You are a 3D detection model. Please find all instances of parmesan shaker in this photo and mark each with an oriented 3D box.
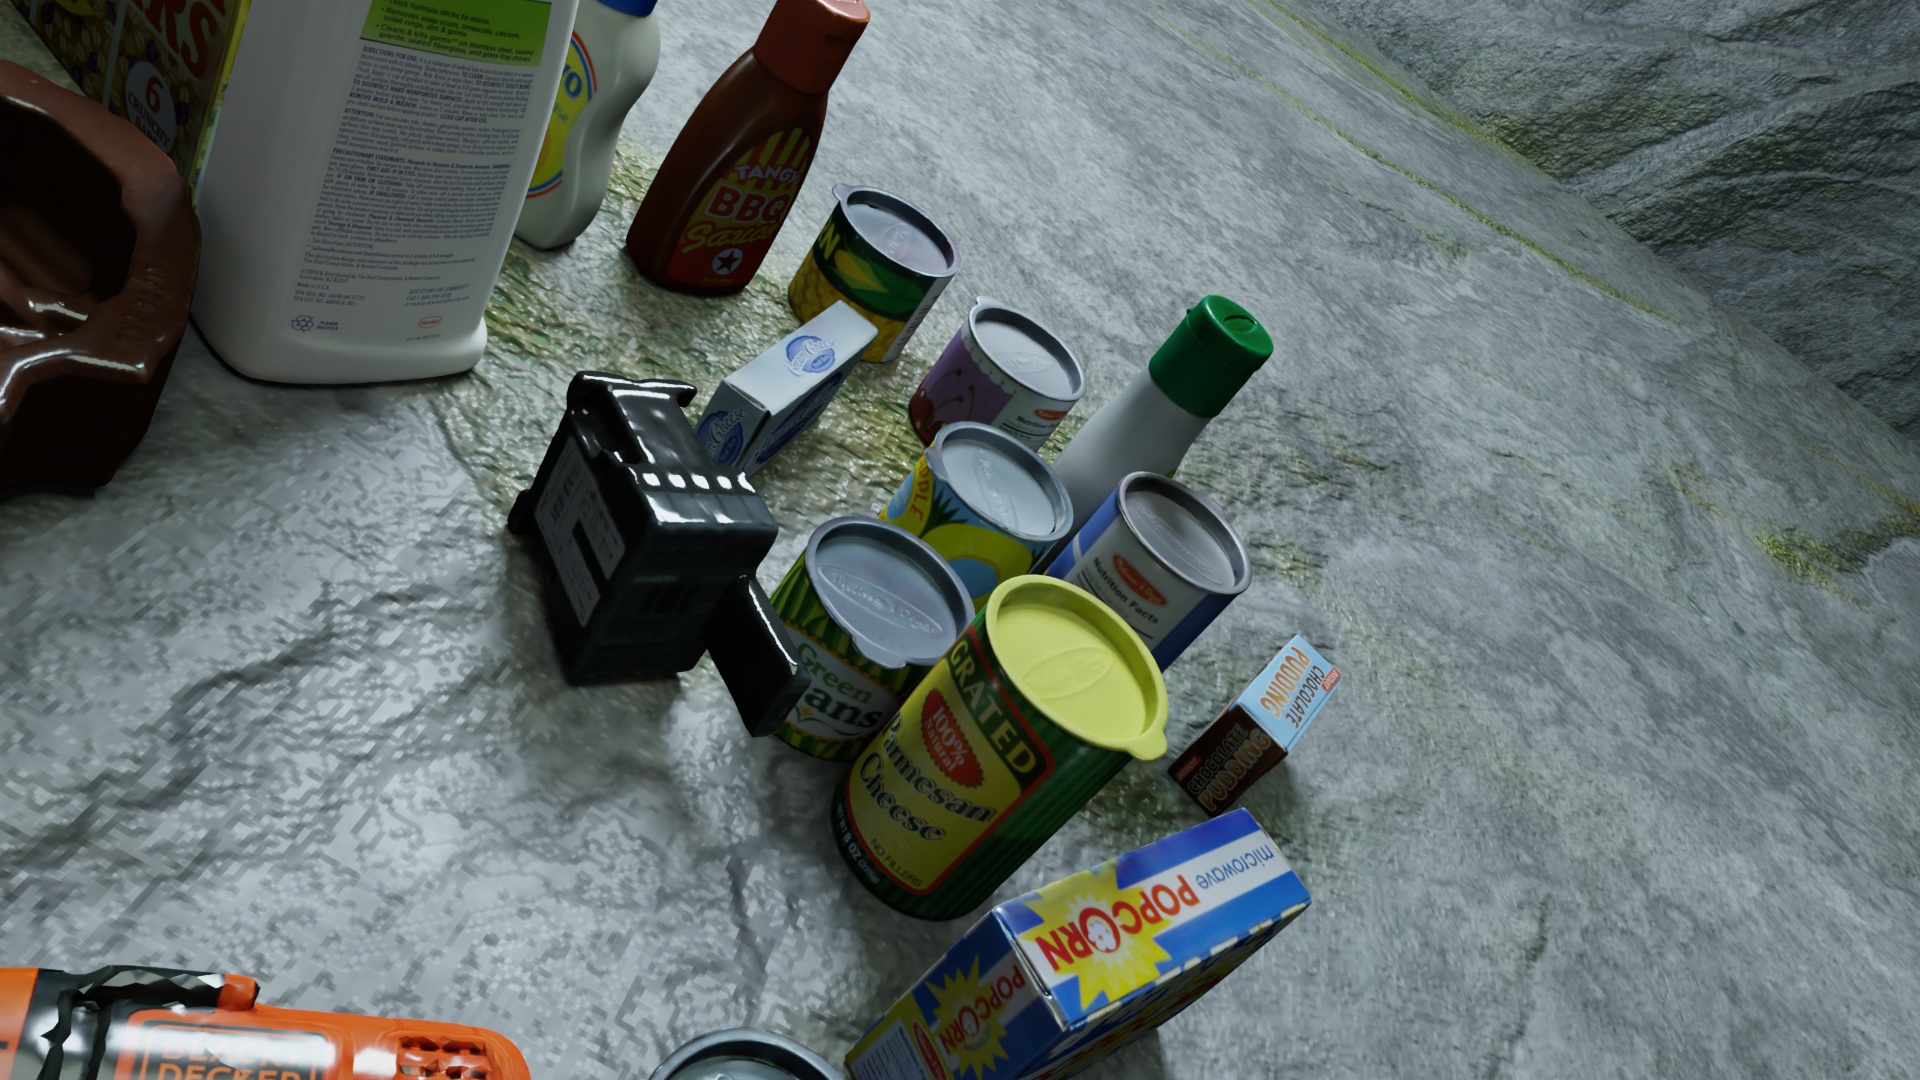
[{"bbox_3d":[0.011,0.071,0.448,0.071,0.102,0.072,25,35,-19],"label":"parmesan shaker"}]

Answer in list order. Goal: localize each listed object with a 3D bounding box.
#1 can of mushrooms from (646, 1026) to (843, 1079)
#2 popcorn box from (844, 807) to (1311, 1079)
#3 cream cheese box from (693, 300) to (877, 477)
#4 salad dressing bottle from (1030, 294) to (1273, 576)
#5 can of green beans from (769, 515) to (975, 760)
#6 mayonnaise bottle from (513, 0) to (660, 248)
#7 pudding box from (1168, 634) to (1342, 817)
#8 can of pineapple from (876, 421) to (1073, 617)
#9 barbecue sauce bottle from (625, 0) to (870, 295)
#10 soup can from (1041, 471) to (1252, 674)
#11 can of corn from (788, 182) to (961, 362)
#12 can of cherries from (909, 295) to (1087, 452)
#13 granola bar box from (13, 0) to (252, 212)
[{"bbox_3d":[-0.058,0.158,0.341,0.071,0.033,0.071,25,36,-19],"label":"can of mushrooms"},{"bbox_3d":[0.038,0.131,0.417,0.127,0.084,0.038,-6,53,-47],"label":"popcorn box"},{"bbox_3d":[-0.074,-0.058,0.567,0.024,0.053,0.104,38,33,0],"label":"cream cheese box"},{"bbox_3d":[0.074,-0.040,0.599,0.044,0.147,0.064,48,35,15],"label":"salad dressing bottle"},{"bbox_3d":[-0.038,0.035,0.487,0.071,0.057,0.071,25,35,-19],"label":"can of green beans"},{"bbox_3d":[-0.157,-0.194,0.567,0.065,0.147,0.041,39,33,2],"label":"mayonnaise bottle"},{"bbox_3d":[0.128,0.078,0.596,0.030,0.049,0.084,45,34,11],"label":"pudding box"},{"bbox_3d":[0.002,-0.007,0.574,0.071,0.057,0.071,25,35,-19],"label":"can of pineapple"},{"bbox_3d":[-0.090,-0.176,0.608,0.065,0.147,0.044,-8,55,-48],"label":"barbecue sauce bottle"},{"bbox_3d":[0.070,0.022,0.578,0.071,0.083,0.072,25,35,-19],"label":"soup can"},{"bbox_3d":[-0.045,-0.131,0.678,0.071,0.058,0.071,25,35,-19],"label":"can of corn"},{"bbox_3d":[0.016,-0.072,0.664,0.071,0.058,0.072,25,35,-19],"label":"can of cherries"},{"bbox_3d":[-0.290,-0.218,0.494,0.166,0.123,0.039,47,34,14],"label":"granola bar box"}]
